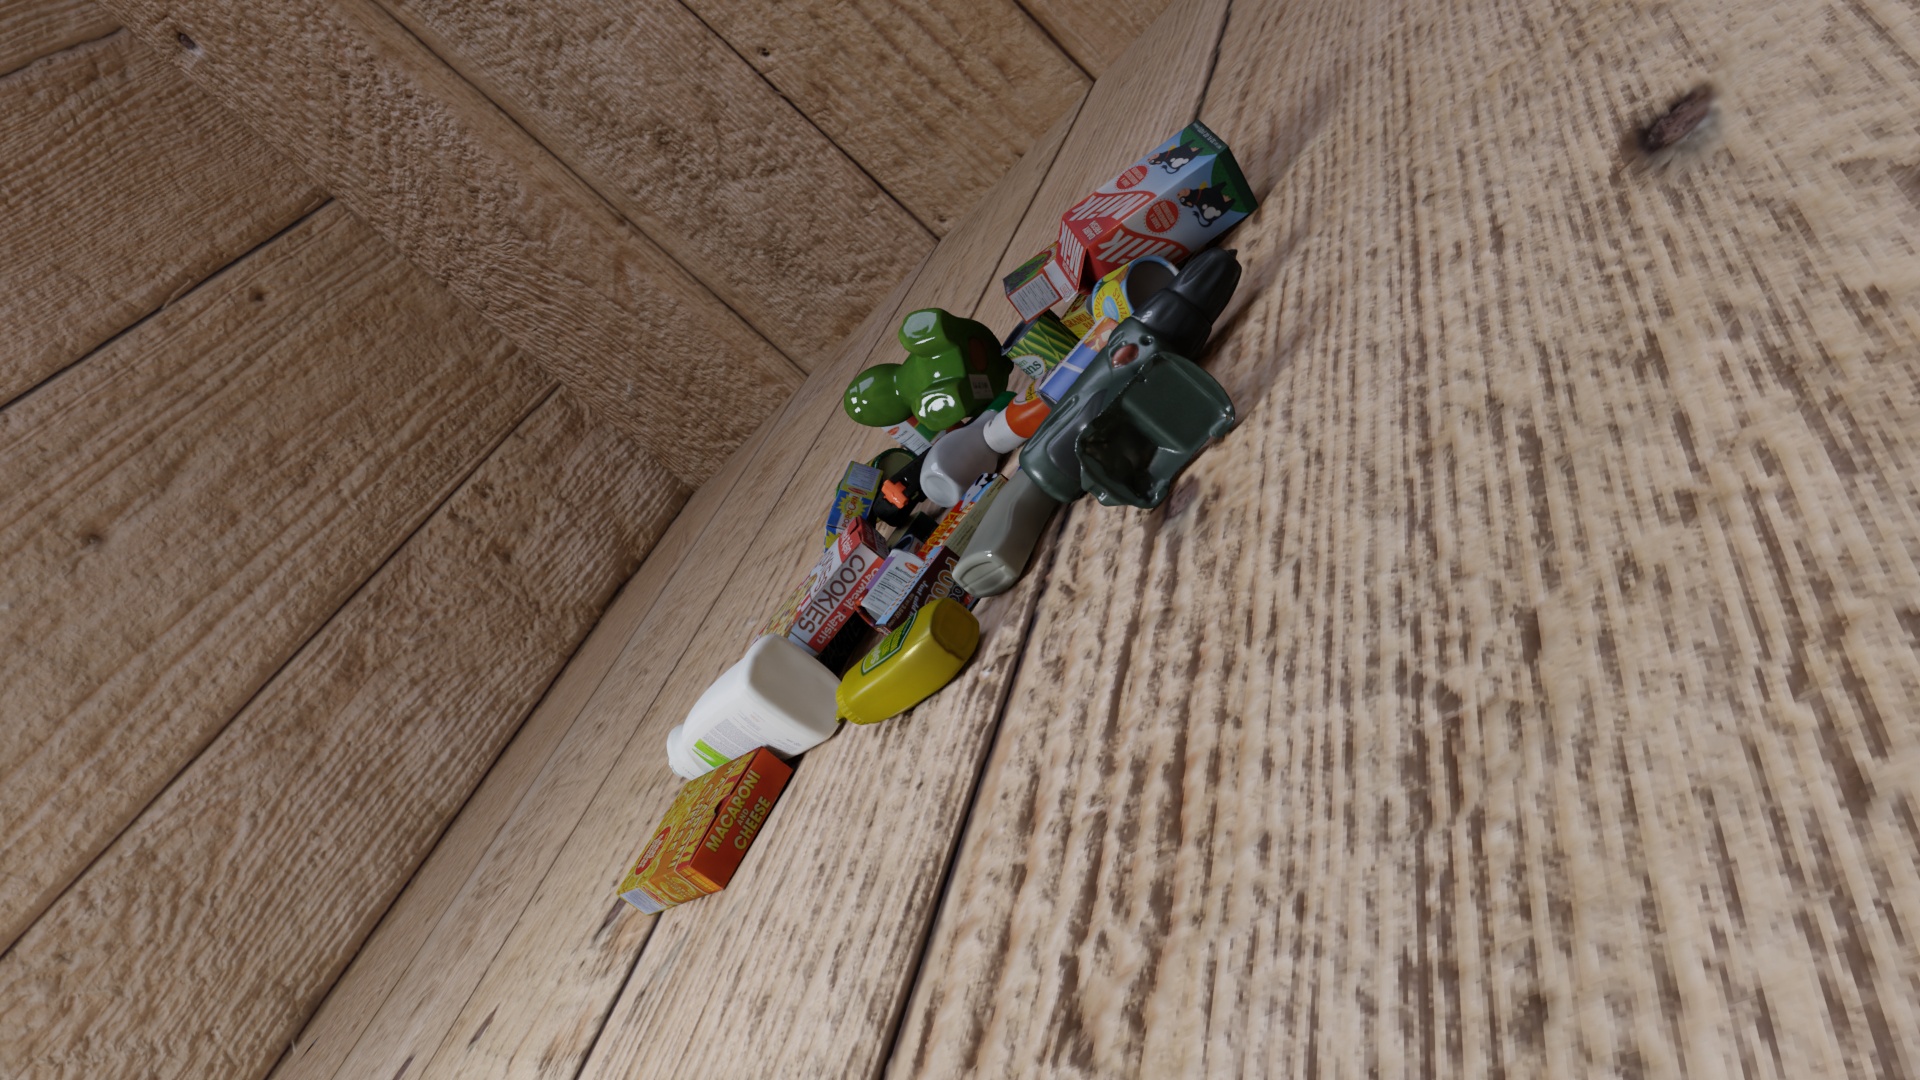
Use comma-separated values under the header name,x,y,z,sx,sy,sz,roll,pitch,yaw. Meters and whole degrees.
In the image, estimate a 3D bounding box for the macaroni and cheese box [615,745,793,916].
name,x,y,z,sx,sy,sz,roll,pitch,yaw
macaroni and cheese box,-0.225,0.254,1.206,0.165,0.040,0.124,-32,23,50

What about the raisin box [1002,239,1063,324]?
name,x,y,z,sx,sy,sz,roll,pitch,yaw
raisin box,0.103,-0.275,1.390,0.123,0.040,0.086,-34,17,12

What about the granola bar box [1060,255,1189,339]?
name,x,y,z,sx,sy,sz,roll,pitch,yaw
granola bar box,0.181,-0.276,1.365,0.166,0.039,0.124,-53,15,-15

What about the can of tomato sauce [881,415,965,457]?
name,x,y,z,sx,sy,sz,roll,pitch,yaw
can of tomato sauce,-0.039,-0.129,1.560,0.071,0.083,0.071,-45,14,15

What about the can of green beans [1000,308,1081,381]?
name,x,y,z,sx,sy,sz,roll,pitch,yaw
can of green beans,0.084,-0.199,1.420,0.071,0.058,0.071,-45,14,15

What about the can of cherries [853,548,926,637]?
name,x,y,z,sx,sy,sz,roll,pitch,yaw
can of cherries,-0.046,0.050,1.150,0.058,0.071,0.071,-55,15,-17

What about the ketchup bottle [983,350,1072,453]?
name,x,y,z,sx,sy,sz,roll,pitch,yaw
ketchup bottle,0.078,-0.126,1.280,0.148,0.043,0.065,-34,21,48

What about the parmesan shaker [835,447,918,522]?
name,x,y,z,sx,sy,sz,roll,pitch,yaw
parmesan shaker,-0.089,-0.061,1.573,0.102,0.071,0.071,-28,26,56

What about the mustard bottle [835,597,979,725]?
name,x,y,z,sx,sy,sz,roll,pitch,yaw
mustard bottle,-0.052,0.103,1.057,0.159,0.049,0.066,-39,15,35

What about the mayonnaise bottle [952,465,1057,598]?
name,x,y,z,sx,sy,sz,roll,pitch,yaw
mayonnaise bottle,0.047,-0.021,1.104,0.064,0.041,0.149,-31,21,48

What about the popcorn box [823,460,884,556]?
name,x,y,z,sx,sy,sz,roll,pitch,yaw
popcorn box,-0.113,-0.010,1.437,0.126,0.038,0.085,103,-176,-56

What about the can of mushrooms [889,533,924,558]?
name,x,y,z,sx,sy,sz,roll,pitch,yaw
can of mushrooms,-0.055,0.029,1.296,0.071,0.033,0.071,-46,15,16

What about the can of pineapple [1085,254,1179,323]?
name,x,y,z,sx,sy,sz,roll,pitch,yaw
can of pineapple,0.154,-0.209,1.212,0.071,0.071,0.057,-54,15,-20

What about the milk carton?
name,x,y,z,sx,sy,sz,roll,pitch,yaw
milk carton,0.164,-0.288,1.261,0.190,0.073,0.072,-34,39,9

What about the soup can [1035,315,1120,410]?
name,x,y,z,sx,sy,sz,roll,pitch,yaw
soup can,0.115,-0.130,1.135,0.084,0.071,0.071,-48,14,0

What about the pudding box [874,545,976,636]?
name,x,y,z,sx,sy,sz,roll,pitch,yaw
pudding box,-0.022,0.051,1.103,0.084,0.049,0.030,-53,12,-17

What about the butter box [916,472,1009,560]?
name,x,y,z,sx,sy,sz,roll,pitch,yaw
butter box,0.004,-0.016,1.250,0.103,0.024,0.053,-51,15,-8

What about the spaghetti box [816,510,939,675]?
name,x,y,z,sx,sy,sz,roll,pitch,yaw
spaghetti box,-0.104,0.075,1.333,0.251,0.028,0.050,-55,14,-22

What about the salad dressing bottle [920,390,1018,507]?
name,x,y,z,sx,sy,sz,roll,pitch,yaw
salad dressing bottle,0.017,-0.092,1.348,0.148,0.064,0.043,-50,1,-39

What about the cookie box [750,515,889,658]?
name,x,y,z,sx,sy,sz,roll,pitch,yaw
cookie box,-0.133,0.061,1.303,0.167,0.040,0.123,-50,12,5
